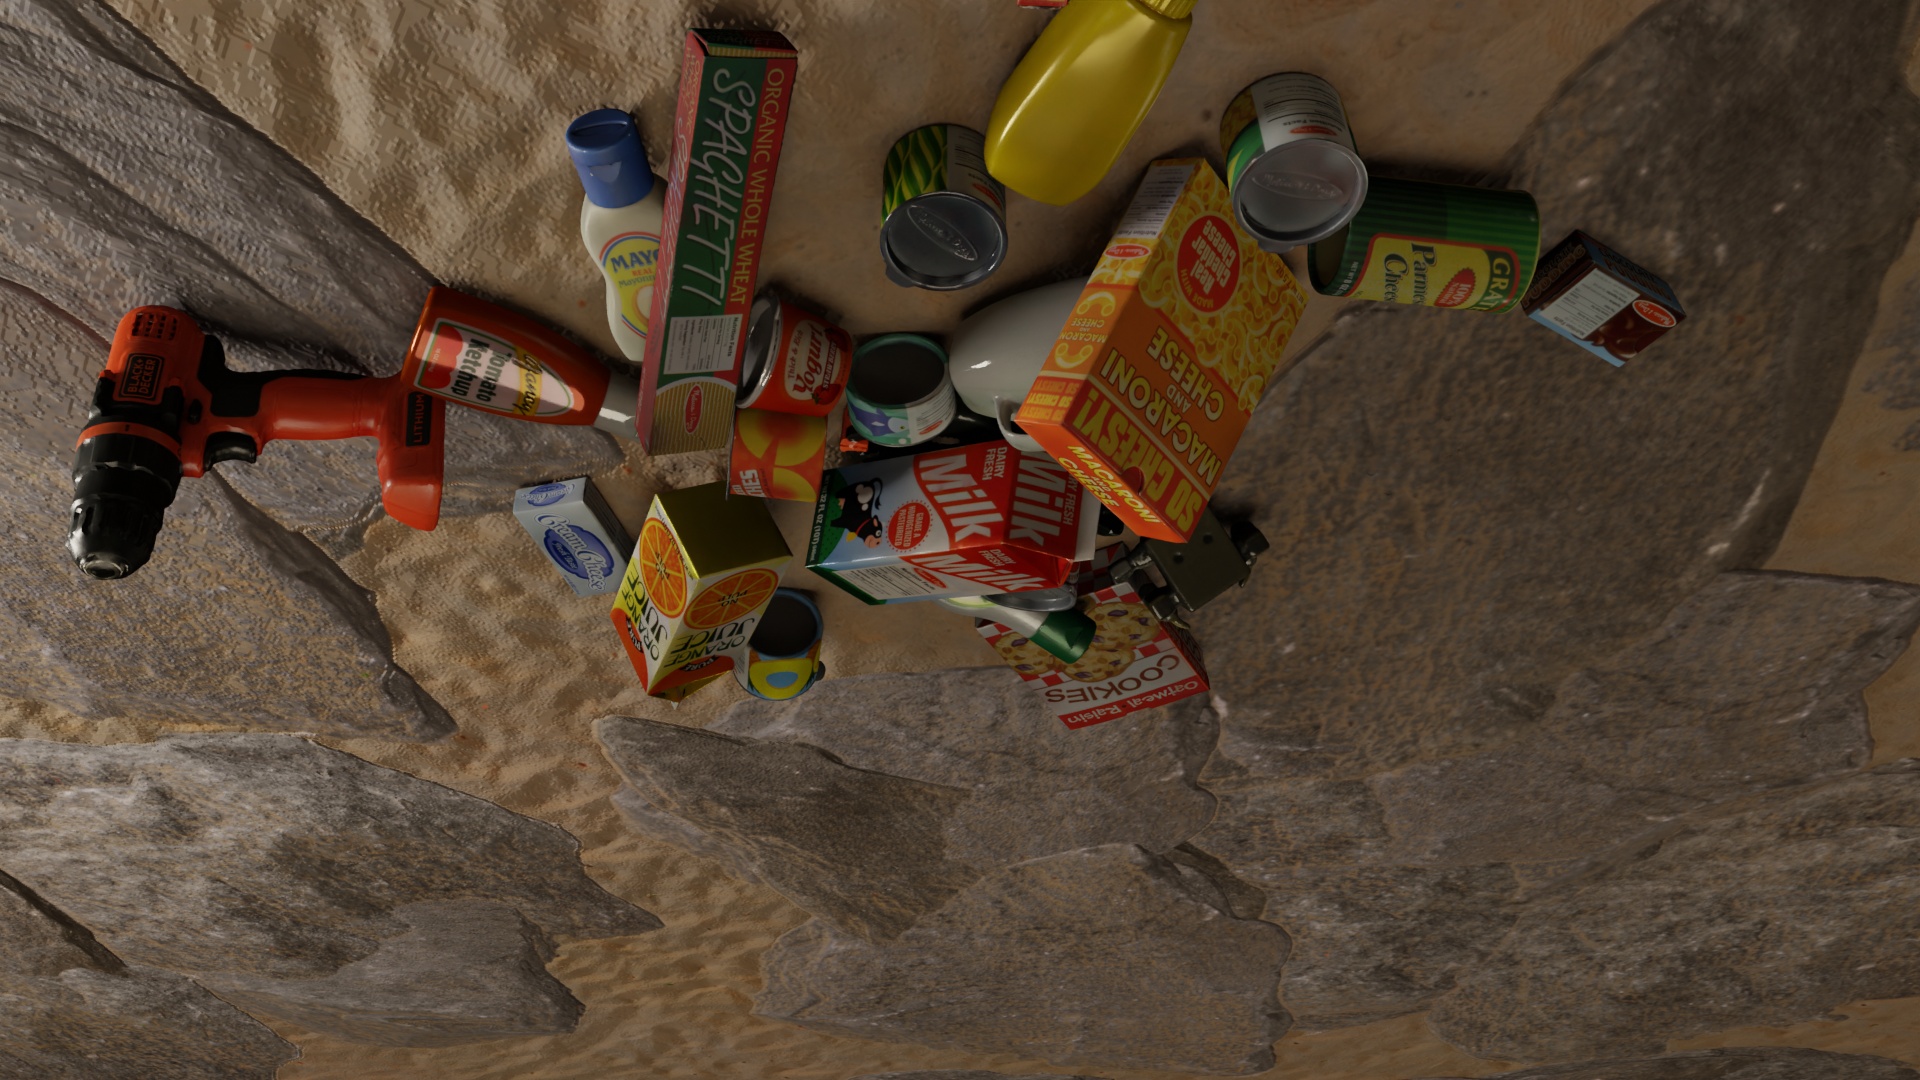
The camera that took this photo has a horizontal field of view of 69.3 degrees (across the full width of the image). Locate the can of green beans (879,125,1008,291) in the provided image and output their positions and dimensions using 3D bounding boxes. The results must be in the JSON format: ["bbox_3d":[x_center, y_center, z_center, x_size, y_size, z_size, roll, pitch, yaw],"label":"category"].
[{"bbox_3d":[-0.009,-0.175,0.731,0.071,0.058,0.071,0,142,0],"label":"can of green beans"}]

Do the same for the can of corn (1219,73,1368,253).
[{"bbox_3d":[0.168,-0.192,0.710,0.071,0.058,0.070,0,142,0],"label":"can of corn"}]

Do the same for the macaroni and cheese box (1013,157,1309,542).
[{"bbox_3d":[0.113,-0.100,0.747,0.040,0.167,0.123,12,159,49],"label":"macaroni and cheese box"}]

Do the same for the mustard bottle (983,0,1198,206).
[{"bbox_3d":[0.072,-0.233,0.665,0.065,0.049,0.159,19,137,-23],"label":"mustard bottle"}]

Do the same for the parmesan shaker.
[{"bbox_3d":[0.246,-0.159,0.749,0.103,0.072,0.071,4,141,-6],"label":"parmesan shaker"}]

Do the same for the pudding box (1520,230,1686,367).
[{"bbox_3d":[0.369,-0.138,0.804,0.084,0.030,0.049,20,136,-24],"label":"pudding box"}]

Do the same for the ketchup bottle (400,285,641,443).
[{"bbox_3d":[-0.253,-0.099,0.835,0.149,0.044,0.064,19,120,-24],"label":"ketchup bottle"}]

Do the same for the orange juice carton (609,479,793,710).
[{"bbox_3d":[-0.190,0.044,0.975,0.073,0.072,0.191,-15,153,-36],"label":"orange juice carton"}]

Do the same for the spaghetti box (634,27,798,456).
[{"bbox_3d":[-0.133,-0.150,0.738,0.050,0.029,0.248,-8,136,-29],"label":"spaghetti box"}]

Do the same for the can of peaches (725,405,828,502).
[{"bbox_3d":[-0.115,-0.057,0.870,0.058,0.071,0.070,6,141,-9],"label":"can of peaches"}]

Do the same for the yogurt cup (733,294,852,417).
[{"bbox_3d":[-0.099,-0.105,0.816,0.054,0.073,0.072,14,140,-29],"label":"yogurt cup"}]

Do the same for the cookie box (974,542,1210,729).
[{"bbox_3d":[0.103,0.079,1.068,0.123,0.040,0.167,-19,138,21],"label":"cookie box"}]

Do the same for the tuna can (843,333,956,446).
[{"bbox_3d":[-0.038,-0.092,0.832,0.071,0.071,0.032,-2,141,2],"label":"tuna can"}]

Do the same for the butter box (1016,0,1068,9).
[{"bbox_3d":[0.037,-0.287,0.593,0.024,0.053,0.103,1,142,1],"label":"butter box"}]

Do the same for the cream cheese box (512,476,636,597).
[{"bbox_3d":[-0.265,-0.001,0.976,0.053,0.024,0.103,-10,141,10],"label":"cream cheese box"}]

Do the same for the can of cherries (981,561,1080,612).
[{"bbox_3d":[0.049,0.010,0.922,0.071,0.058,0.071,7,160,3],"label":"can of cherries"}]

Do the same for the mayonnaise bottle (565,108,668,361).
[{"bbox_3d":[-0.175,-0.163,0.757,0.065,0.041,0.147,-10,142,0],"label":"mayonnaise bottle"}]

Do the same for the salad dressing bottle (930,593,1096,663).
[{"bbox_3d":[0.026,0.034,0.972,0.147,0.064,0.044,32,175,-12],"label":"salad dressing bottle"}]

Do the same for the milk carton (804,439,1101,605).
[{"bbox_3d":[0.003,-0.011,0.867,0.190,0.072,0.073,-6,153,33],"label":"milk carton"}]

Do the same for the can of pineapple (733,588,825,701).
[{"bbox_3d":[-0.136,0.078,1.044,0.071,0.071,0.057,5,141,-7],"label":"can of pineapple"}]
